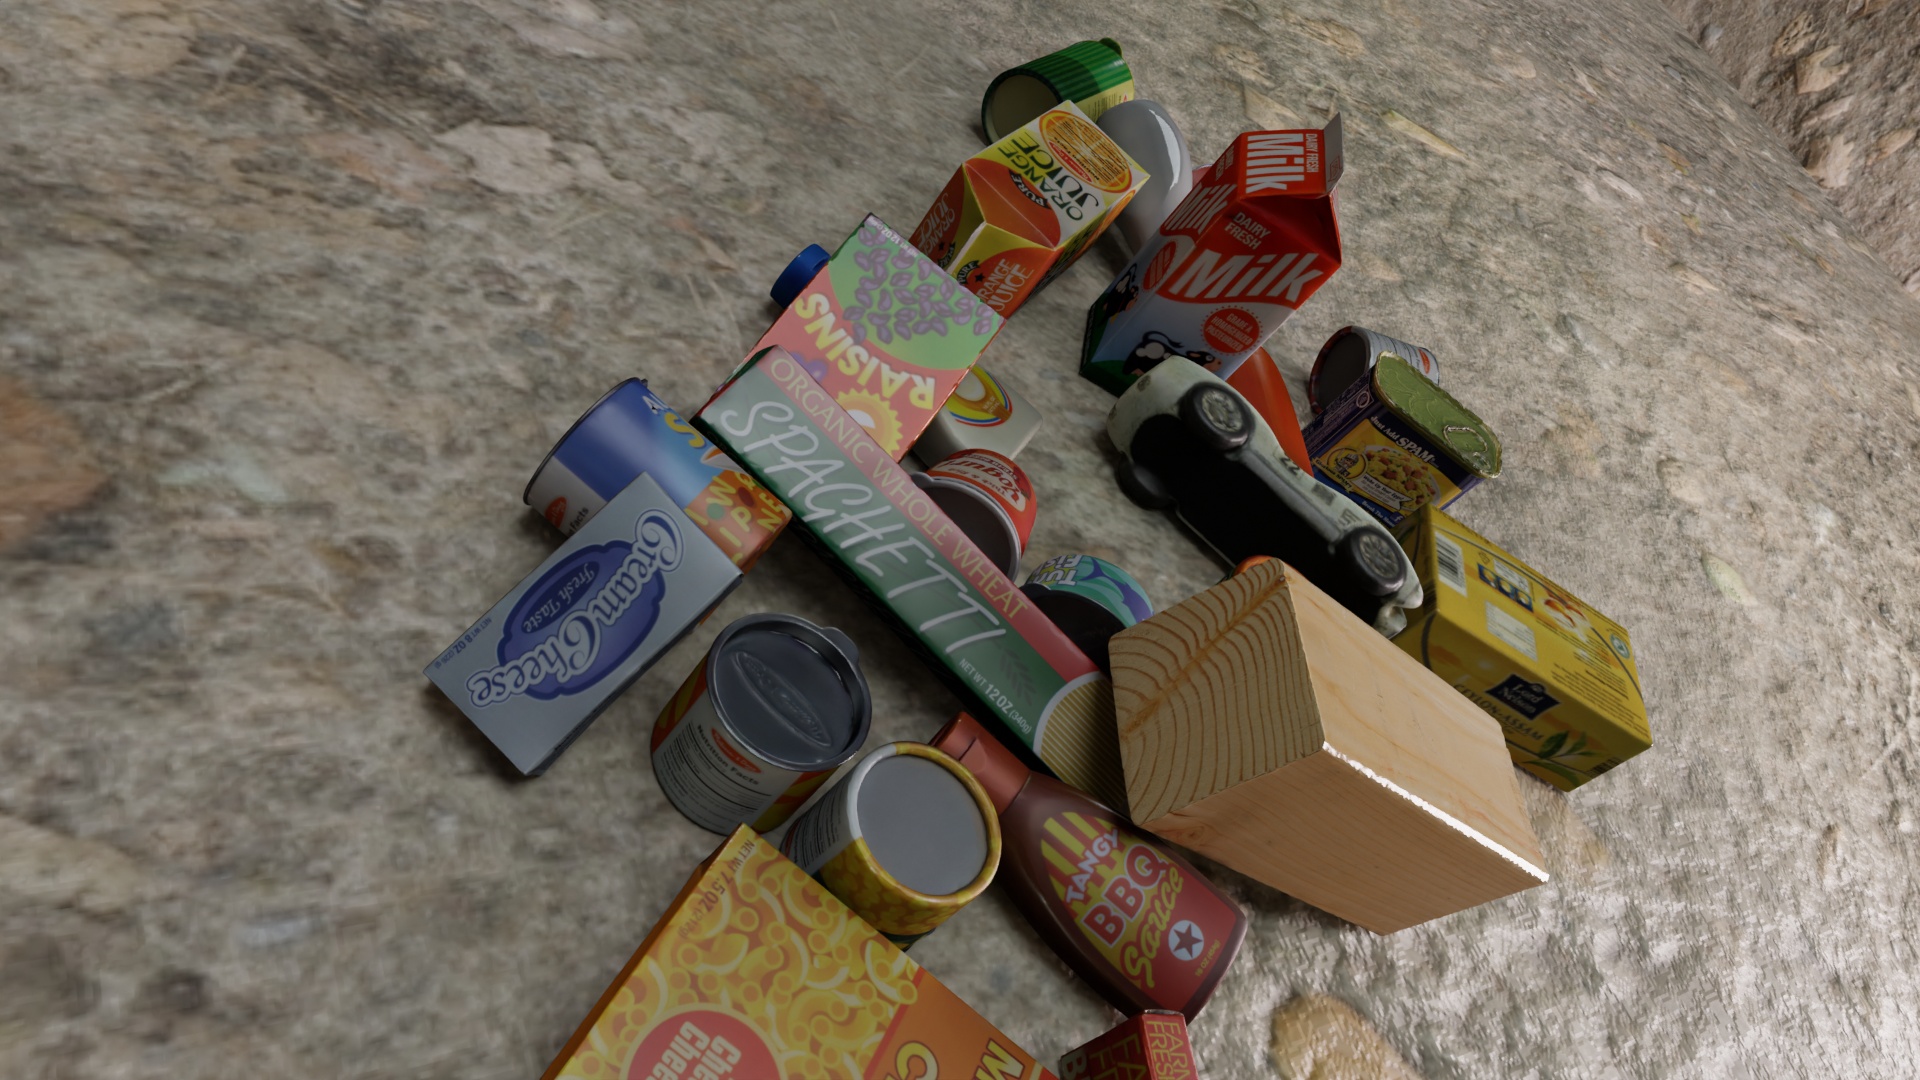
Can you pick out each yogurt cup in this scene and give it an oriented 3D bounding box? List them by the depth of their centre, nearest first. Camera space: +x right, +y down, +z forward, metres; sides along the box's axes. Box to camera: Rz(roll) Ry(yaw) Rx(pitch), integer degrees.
[{"bbox_3d":[0.002,-0.008,0.646,0.072,0.072,0.054,41,33,-3],"label":"yogurt cup"}]

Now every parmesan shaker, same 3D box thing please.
[{"bbox_3d":[0.067,-0.296,0.933,0.071,0.071,0.103,46,41,3],"label":"parmesan shaker"}]

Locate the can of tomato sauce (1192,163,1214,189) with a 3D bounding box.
[{"bbox_3d":[0.170,-0.200,0.936,0.071,0.071,0.083,-12,65,-43],"label":"can of tomato sauce"}]

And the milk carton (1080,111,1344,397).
[{"bbox_3d":[0.153,-0.158,0.793,0.073,0.189,0.073,29,43,-15],"label":"milk carton"}]

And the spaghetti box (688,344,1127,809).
[{"bbox_3d":[-0.012,0.020,0.600,0.250,0.028,0.050,46,71,-8],"label":"spaghetti box"}]

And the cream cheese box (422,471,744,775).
[{"bbox_3d":[-0.132,0.029,0.497,0.053,0.024,0.104,45,79,0],"label":"cream cheese box"}]

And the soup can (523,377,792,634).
[{"bbox_3d":[-0.117,-0.015,0.554,0.084,0.071,0.072,40,41,-4],"label":"soup can"}]

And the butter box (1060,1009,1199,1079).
[{"bbox_3d":[0.069,0.230,0.503,0.024,0.053,0.104,15,48,-31],"label":"butter box"}]

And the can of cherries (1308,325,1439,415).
[{"bbox_3d":[0.277,-0.105,0.939,0.058,0.071,0.072,14,48,-21],"label":"can of cherries"}]

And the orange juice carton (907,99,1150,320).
[{"bbox_3d":[0.033,-0.187,0.814,0.073,0.071,0.194,43,41,0],"label":"orange juice carton"}]

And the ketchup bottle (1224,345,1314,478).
[{"bbox_3d":[0.178,-0.088,0.864,0.065,0.043,0.149,20,46,-25],"label":"ketchup bottle"}]

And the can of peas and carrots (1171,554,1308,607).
[{"bbox_3d":[0.148,0.047,0.715,0.071,0.058,0.071,22,45,-23],"label":"can of peas and carrots"}]

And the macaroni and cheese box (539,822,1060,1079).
[{"bbox_3d":[-0.045,0.193,0.455,0.166,0.040,0.124,39,42,-3],"label":"macaroni and cheese box"}]

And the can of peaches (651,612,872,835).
[{"bbox_3d":[-0.074,0.069,0.524,0.071,0.057,0.071,21,45,-22],"label":"can of peaches"}]

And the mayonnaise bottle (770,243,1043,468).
[{"bbox_3d":[-0.030,-0.088,0.704,0.148,0.041,0.065,41,46,-2],"label":"mayonnaise bottle"}]

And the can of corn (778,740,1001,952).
[{"bbox_3d":[-0.024,0.118,0.521,0.071,0.058,0.071,21,46,-23],"label":"can of corn"}]

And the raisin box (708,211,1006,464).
[{"bbox_3d":[-0.049,-0.080,0.649,0.086,0.040,0.124,38,66,-6],"label":"raisin box"}]

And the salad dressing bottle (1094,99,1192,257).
[{"bbox_3d":[0.125,-0.209,0.899,0.044,0.064,0.148,13,63,-67],"label":"salad dressing bottle"}]

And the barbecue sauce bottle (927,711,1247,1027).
[{"bbox_3d":[0.044,0.132,0.571,0.148,0.043,0.065,41,64,-1],"label":"barbecue sauce bottle"}]

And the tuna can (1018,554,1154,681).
[{"bbox_3d":[0.053,0.040,0.641,0.071,0.070,0.033,39,40,-4],"label":"tuna can"}]
